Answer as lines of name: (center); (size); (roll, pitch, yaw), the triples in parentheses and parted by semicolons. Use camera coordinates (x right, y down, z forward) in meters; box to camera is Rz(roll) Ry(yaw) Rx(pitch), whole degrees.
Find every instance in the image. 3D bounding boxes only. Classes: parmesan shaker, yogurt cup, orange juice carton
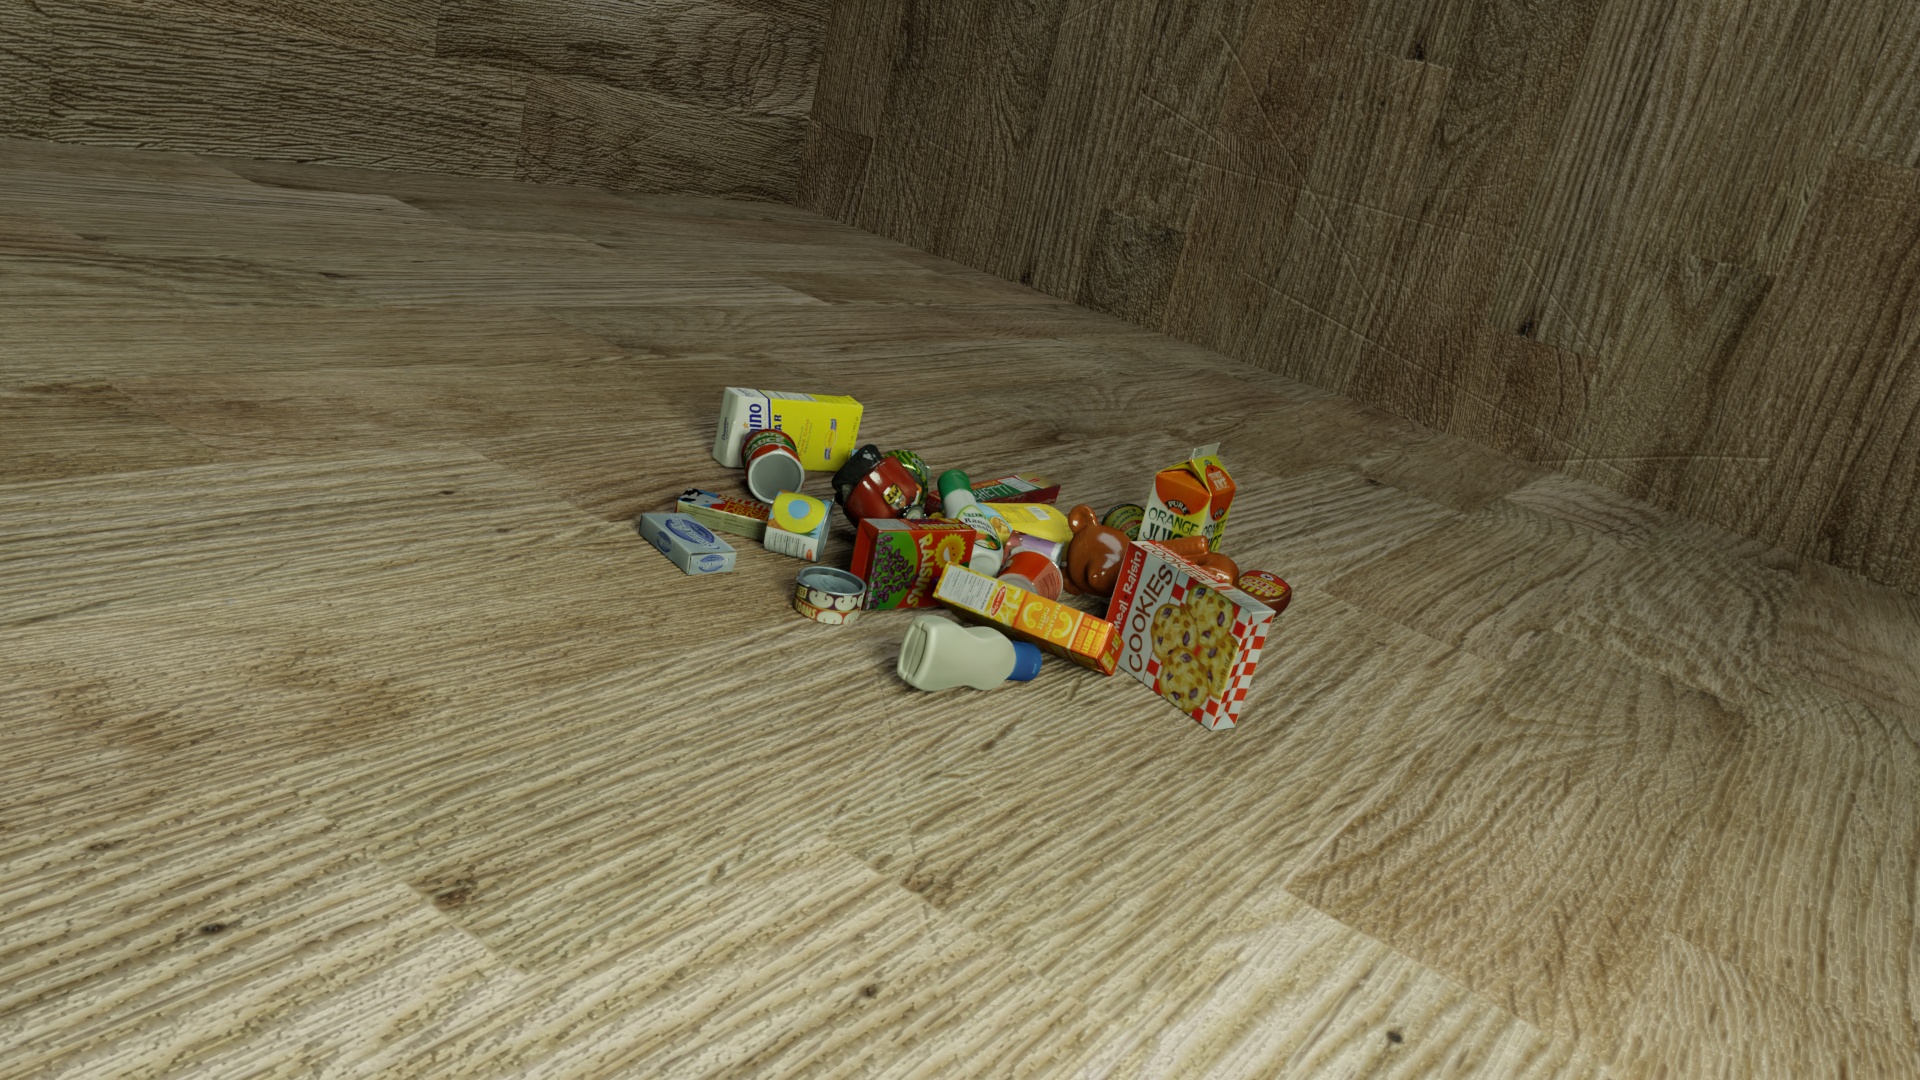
parmesan shaker: (0.210, 0.003, 1.677); (0.071, 0.071, 0.103); (10, 18, -14)
yogurt cup: (0.066, 0.049, 1.439); (0.072, 0.072, 0.054); (20, 27, 16)
orange juice carton: (0.252, -0.017, 1.564); (0.073, 0.192, 0.072); (24, 21, 29)

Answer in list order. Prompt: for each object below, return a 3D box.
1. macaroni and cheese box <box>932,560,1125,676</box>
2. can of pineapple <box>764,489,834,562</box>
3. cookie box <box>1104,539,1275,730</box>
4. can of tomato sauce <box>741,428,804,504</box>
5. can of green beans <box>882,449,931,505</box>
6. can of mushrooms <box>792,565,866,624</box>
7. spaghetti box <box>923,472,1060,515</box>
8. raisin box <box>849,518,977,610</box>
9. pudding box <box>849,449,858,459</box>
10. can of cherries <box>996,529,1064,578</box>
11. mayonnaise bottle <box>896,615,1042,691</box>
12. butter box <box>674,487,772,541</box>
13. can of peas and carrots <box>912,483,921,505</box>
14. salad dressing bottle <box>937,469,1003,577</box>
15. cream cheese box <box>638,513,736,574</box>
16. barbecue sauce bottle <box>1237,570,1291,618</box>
macaroni and cheese box: (0.067, 0.077, 1.321); (0.166, 0.040, 0.123); (21, -8, 16)
can of pineapple: (-0.167, -0.017, 1.445); (0.058, 0.070, 0.071); (14, 18, 0)
cookie box: (0.214, 0.088, 1.342); (0.040, 0.122, 0.168); (0, 23, -39)
can of tomato sauce: (-0.218, -0.088, 1.609); (0.071, 0.071, 0.083); (9, 20, -17)
can of green beans: (-0.072, -0.070, 1.670); (0.071, 0.071, 0.058); (12, 19, -7)
can of mushrooms: (-0.128, 0.052, 1.331); (0.071, 0.033, 0.071); (14, 19, -5)
spaghetti box: (0.044, -0.055, 1.771); (0.050, 0.028, 0.251); (25, 21, 28)
raisin box: (-0.049, 0.023, 1.391); (0.123, 0.086, 0.040); (-1, 19, -38)
pudding box: (-0.122, -0.074, 1.671); (0.030, 0.049, 0.084); (10, 18, -7)
can of cherries: (0.076, 0.025, 1.503); (0.058, 0.071, 0.072); (16, 18, 8)
mayonnaise bottle: (0.011, 0.104, 1.242); (0.148, 0.064, 0.041); (10, 10, -45)
butter box: (-0.249, -0.028, 1.485); (0.103, 0.024, 0.053); (13, 19, -2)
can of peas and carrots: (-0.083, -0.041, 1.591); (0.071, 0.058, 0.071); (14, 18, -4)
salad dressing bottle: (0.005, -0.019, 1.495); (0.064, 0.043, 0.148); (14, 35, -26)
cream cheese box: (-0.272, 0.002, 1.383); (0.053, 0.024, 0.104); (-3, 25, -41)
barbecue sauce bottle: (0.332, 0.072, 1.598); (0.065, 0.043, 0.149); (24, 21, 23)
